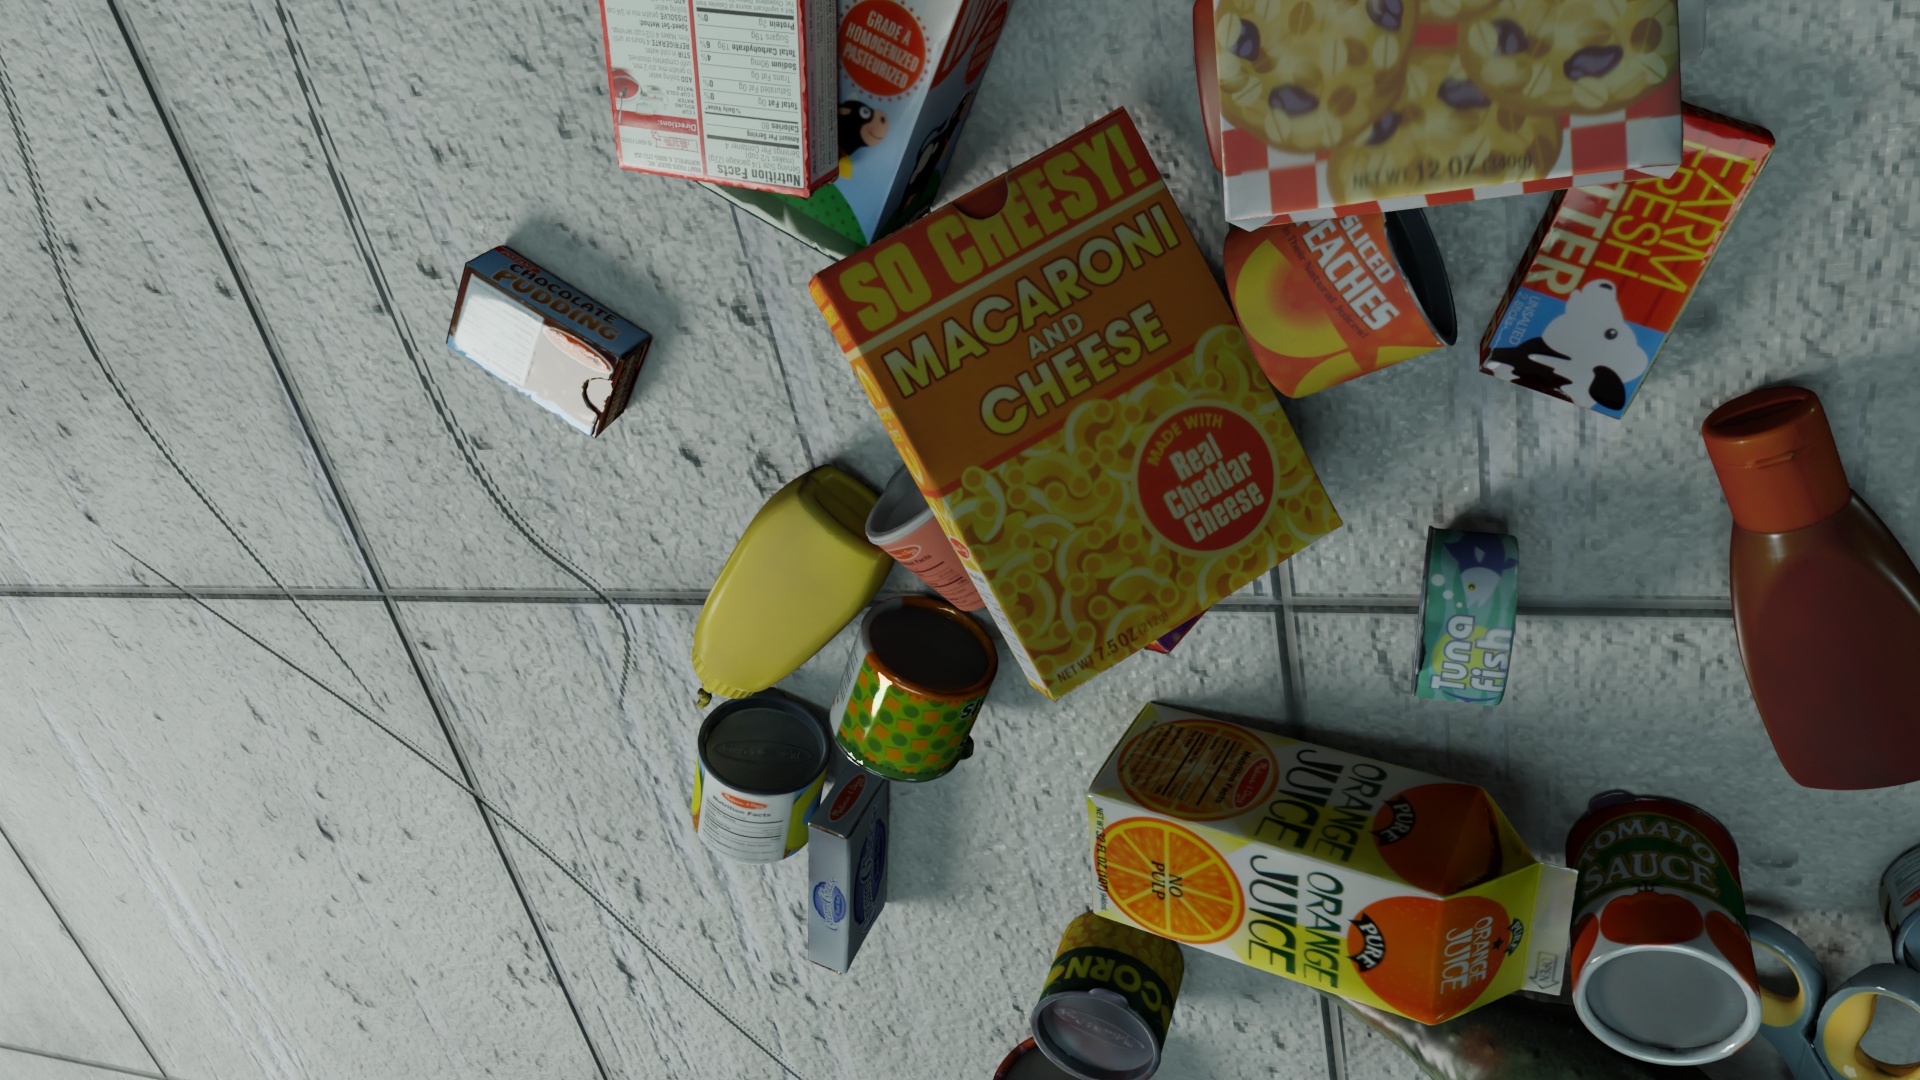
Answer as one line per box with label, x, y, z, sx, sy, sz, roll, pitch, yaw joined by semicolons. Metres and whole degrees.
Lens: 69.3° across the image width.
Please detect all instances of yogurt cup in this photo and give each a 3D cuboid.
yogurt cup;0.002;-0.007;0.586;0.072;0.073;0.054;-29;114;34

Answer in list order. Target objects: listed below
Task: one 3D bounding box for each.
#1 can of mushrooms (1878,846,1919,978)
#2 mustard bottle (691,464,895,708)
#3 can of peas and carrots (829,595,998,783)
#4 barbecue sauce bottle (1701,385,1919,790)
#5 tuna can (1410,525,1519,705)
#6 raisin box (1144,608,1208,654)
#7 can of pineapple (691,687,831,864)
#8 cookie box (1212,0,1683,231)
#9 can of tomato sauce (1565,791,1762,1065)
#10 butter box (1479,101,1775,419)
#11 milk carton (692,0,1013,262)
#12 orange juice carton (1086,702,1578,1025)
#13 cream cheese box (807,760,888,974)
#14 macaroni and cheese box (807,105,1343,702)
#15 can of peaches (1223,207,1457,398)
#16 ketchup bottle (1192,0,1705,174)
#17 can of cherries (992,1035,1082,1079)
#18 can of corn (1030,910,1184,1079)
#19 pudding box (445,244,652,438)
can of mushrooms;0.398;0.151;0.538;0.071;0.034;0.070;10;123;16
mustard bottle;-0.090;0.032;0.656;0.065;0.049;0.159;41;127;-4
can of peas and carrots;-0.019;0.069;0.639;0.071;0.071;0.058;25;126;6
barbecue sauce bottle;0.303;0.018;0.489;0.064;0.044;0.148;-19;111;31
tuna can;0.190;0.030;0.525;0.033;0.071;0.070;6;122;18
raisin box;0.059;-0.028;0.537;0.123;0.040;0.086;43;84;-6
can of pineapple;-0.101;0.120;0.705;0.071;0.071;0.057;21;130;9
cookie box;0.135;-0.182;0.399;0.123;0.040;0.167;-2;95;23
can of tomato sauce;0.279;0.154;0.557;0.071;0.083;0.070;10;124;16
butter box;0.219;-0.096;0.465;0.053;0.024;0.103;20;126;9
milk carton;-0.022;-0.197;0.472;0.073;0.073;0.189;29;126;4
orange juice carton;0.155;0.137;0.587;0.193;0.073;0.071;12;124;28
cream cheese box;-0.058;0.171;0.726;0.024;0.054;0.103;15;124;16
macaroni and cheese box;0.041;-0.047;0.488;0.124;0.040;0.166;-31;98;-8
can of peaches;0.130;-0.088;0.477;0.058;0.071;0.071;-19;111;32
ketchup bottle;0.152;-0.158;0.442;0.149;0.044;0.064;-3;111;24
can of cherries;0.055;0.312;0.756;0.071;0.072;0.058;-11;115;28
can of corn;0.076;0.229;0.703;0.071;0.058;0.070;11;123;17
pudding box;-0.188;-0.090;0.633;0.084;0.030;0.049;32;126;1
